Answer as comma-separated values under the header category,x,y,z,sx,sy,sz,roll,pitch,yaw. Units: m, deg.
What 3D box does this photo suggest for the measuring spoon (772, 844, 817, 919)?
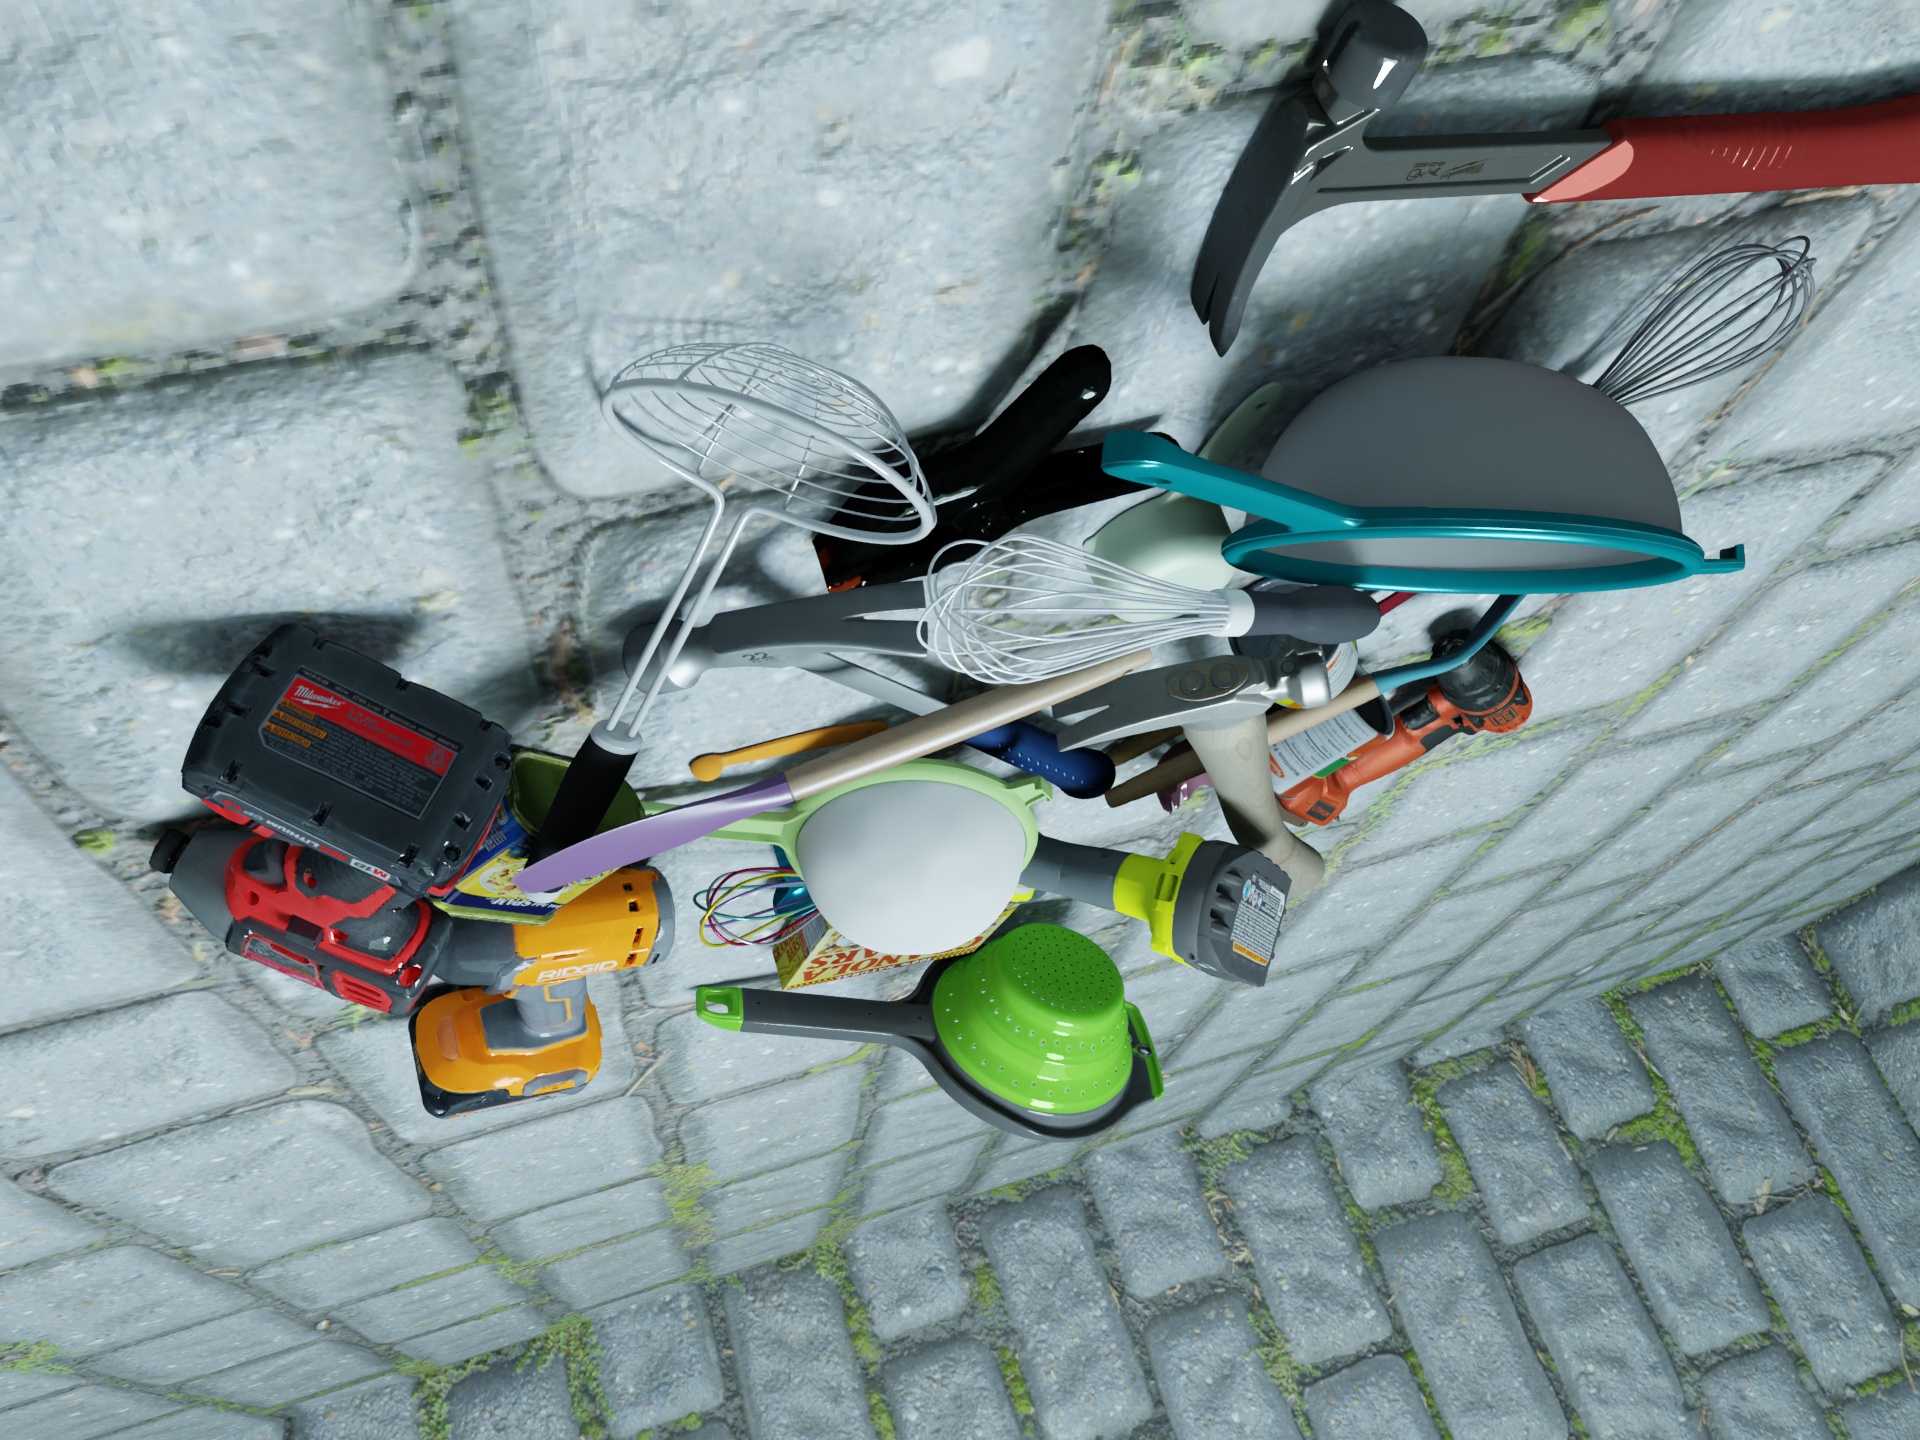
category,x,y,z,sx,sy,sz,roll,pitch,yaw
measuring spoon,-0.113,0.093,1.055,0.042,0.021,0.128,-23,148,-13

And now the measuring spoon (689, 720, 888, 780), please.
category,x,y,z,sx,sy,sz,roll,pitch,yaw
measuring spoon,-0.096,0.018,0.904,0.117,0.011,0.021,-13,155,-16

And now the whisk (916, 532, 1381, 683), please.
category,x,y,z,sx,sy,sz,roll,pitch,yaw
whisk,0.101,-0.051,0.736,0.284,0.070,0.070,-2,151,-37

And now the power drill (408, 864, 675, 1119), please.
category,x,y,z,sx,sy,sz,roll,pitch,yaw
power drill,-0.287,0.172,1.007,0.164,0.084,0.226,-4,148,-31

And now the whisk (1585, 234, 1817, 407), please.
category,x,y,z,sx,sy,sz,roll,pitch,yaw
whisk,0.321,-0.163,0.806,0.055,0.055,0.239,1,154,-39

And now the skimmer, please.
category,x,y,z,sx,sy,sz,roll,pitch,yaw
skimmer,-0.130,-0.012,0.662,0.127,0.090,0.363,22,130,-17

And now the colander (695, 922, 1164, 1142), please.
category,x,y,z,sx,sy,sz,roll,pitch,yaw
colander,-0.008,0.222,1.276,0.397,0.205,0.094,9,126,-18

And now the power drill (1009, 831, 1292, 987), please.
category,x,y,z,sx,sy,sz,roll,pitch,yaw
power drill,0.094,0.106,1.047,0.223,0.080,0.171,12,170,29

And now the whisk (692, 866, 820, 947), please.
category,x,y,z,sx,sy,sz,roll,pitch,yaw
whisk,-0.086,0.112,1.045,0.051,0.047,0.245,6,-174,34

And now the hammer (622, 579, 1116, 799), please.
category,x,y,z,sx,sy,sz,roll,pitch,yaw
hammer,-0.001,-0.003,0.872,0.144,0.035,0.405,-9,165,26

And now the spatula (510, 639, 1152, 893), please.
category,x,y,z,sx,sy,sz,roll,pitch,yaw
spatula,-0.056,0.021,0.745,0.316,0.018,0.059,-20,164,-6

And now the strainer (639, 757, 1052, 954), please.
category,x,y,z,sx,sy,sz,roll,pitch,yaw
strainer,-0.079,0.086,0.908,0.256,0.069,0.151,7,140,-14

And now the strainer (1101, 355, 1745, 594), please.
category,x,y,z,sx,sy,sz,roll,pitch,yaw
strainer,0.182,-0.120,0.689,0.340,0.095,0.211,6,178,-43

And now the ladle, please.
category,x,y,z,sx,sy,sz,roll,pitch,yaw
ladle,0.217,-0.043,1.000,0.315,0.031,0.069,-31,165,29

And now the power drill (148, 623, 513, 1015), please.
category,x,y,z,sx,sy,sz,roll,pitch,yaw
power drill,-0.290,0.056,0.716,0.143,0.079,0.219,28,143,-12

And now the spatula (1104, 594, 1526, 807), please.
category,x,y,z,sx,sy,sz,roll,pitch,yaw
spatula,0.231,-0.022,0.999,0.317,0.044,0.082,-25,-178,11

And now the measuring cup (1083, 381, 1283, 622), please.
category,x,y,z,sx,sy,sz,roll,pitch,yaw
measuring cup,0.120,-0.101,0.781,0.083,0.038,0.167,-8,156,-25

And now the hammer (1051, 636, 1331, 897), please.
category,x,y,z,sx,sy,sz,roll,pitch,yaw
hammer,0.172,0.051,1.005,0.146,0.038,0.410,-12,157,13

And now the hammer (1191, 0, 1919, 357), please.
category,x,y,z,sx,sy,sz,roll,pitch,yaw
hammer,0.272,-0.221,0.646,0.359,0.037,0.149,-10,155,-21

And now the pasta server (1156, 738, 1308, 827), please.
category,x,y,z,sx,sy,sz,roll,pitch,yaw
pasta server,0.217,0.058,1.205,0.060,0.040,0.316,-40,153,16
